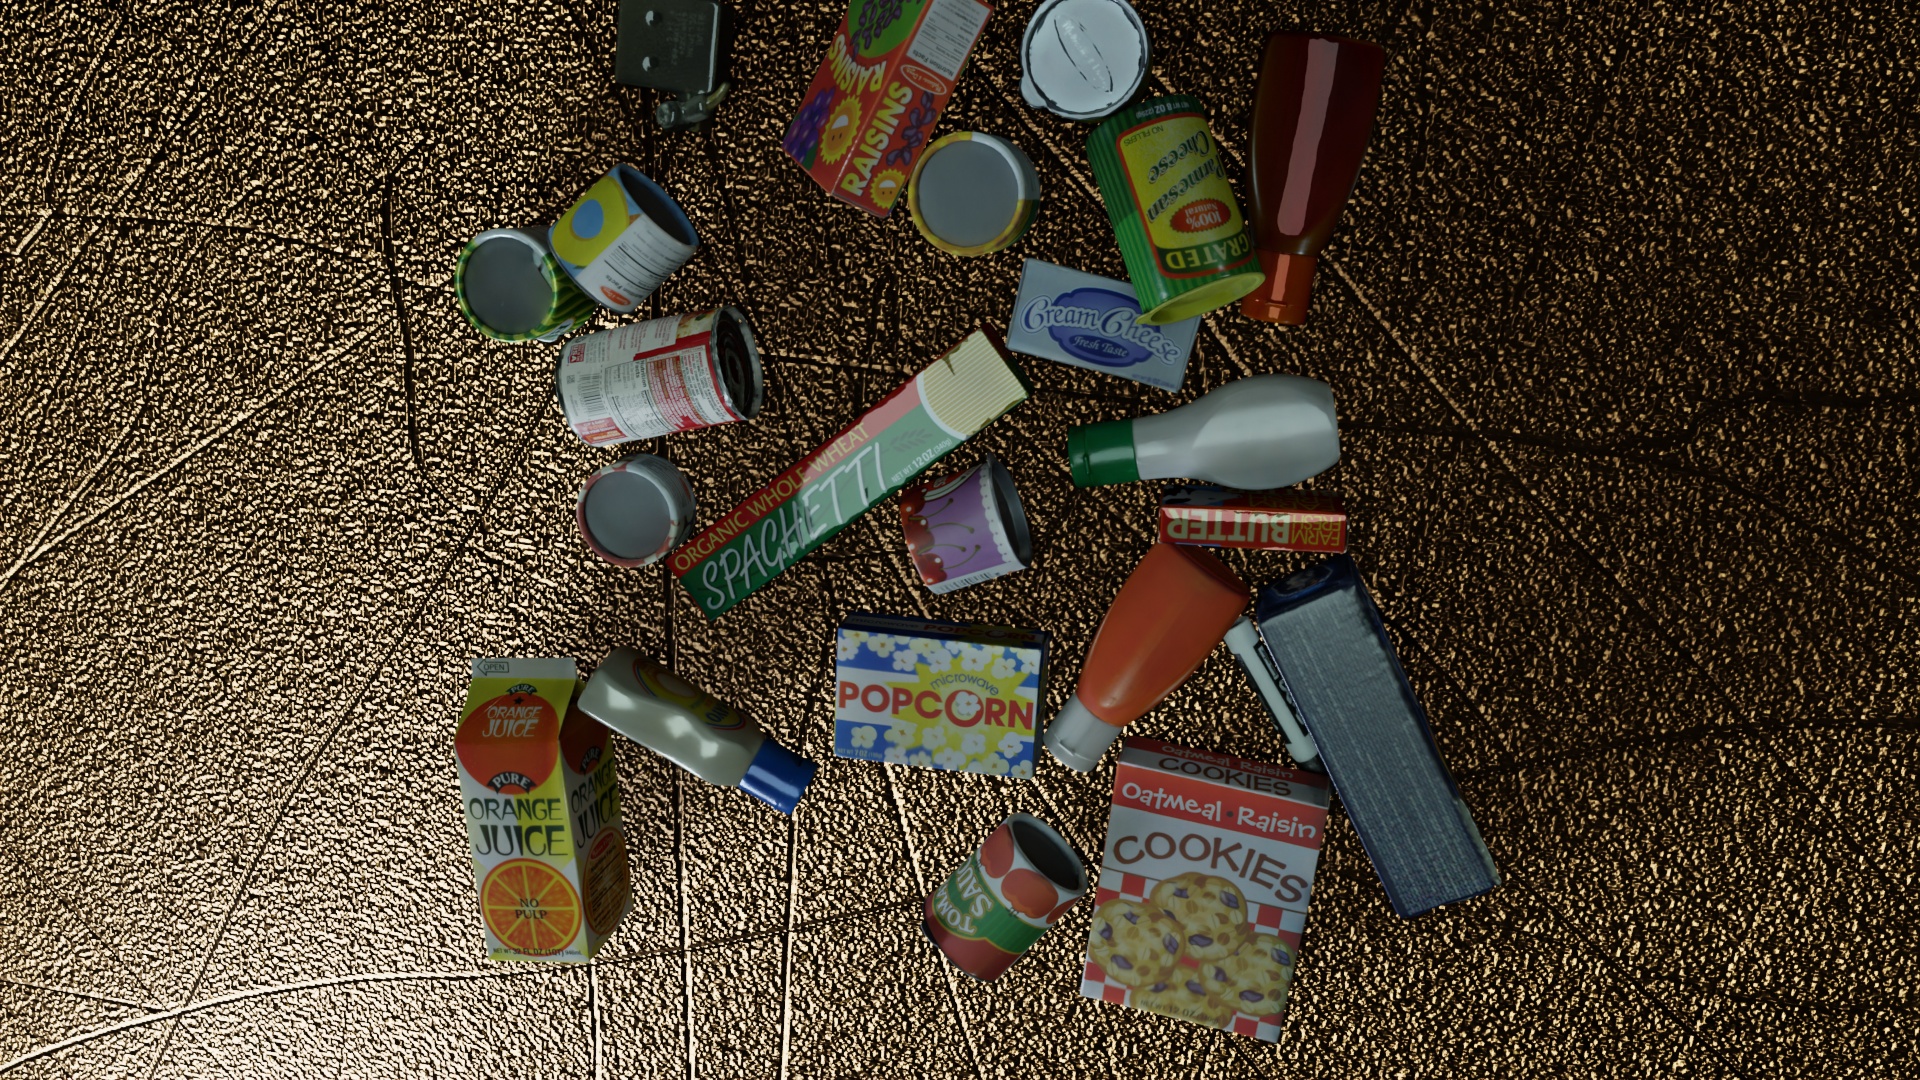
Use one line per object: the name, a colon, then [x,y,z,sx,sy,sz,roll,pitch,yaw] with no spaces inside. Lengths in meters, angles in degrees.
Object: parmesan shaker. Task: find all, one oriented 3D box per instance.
parmesan shaker: [0.110,-0.173,0.733,0.071,0.071,0.103,-20,84,14]

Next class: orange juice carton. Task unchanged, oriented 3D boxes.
orange juice carton: [-0.268,0.166,0.893,0.072,0.073,0.192,-2,103,11]

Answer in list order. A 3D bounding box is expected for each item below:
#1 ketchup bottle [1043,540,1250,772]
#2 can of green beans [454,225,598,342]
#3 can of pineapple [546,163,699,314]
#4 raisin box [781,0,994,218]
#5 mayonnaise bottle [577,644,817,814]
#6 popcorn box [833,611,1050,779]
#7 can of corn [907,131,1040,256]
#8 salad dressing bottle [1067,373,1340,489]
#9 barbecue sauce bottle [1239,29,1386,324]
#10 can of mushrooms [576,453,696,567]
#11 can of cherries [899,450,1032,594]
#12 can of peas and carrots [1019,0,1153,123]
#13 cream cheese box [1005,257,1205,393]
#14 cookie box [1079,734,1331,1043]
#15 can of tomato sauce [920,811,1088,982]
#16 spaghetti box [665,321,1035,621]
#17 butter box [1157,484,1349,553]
ketchup bottle: [0.103,0.070,0.818,0.065,0.043,0.148,39,108,14]
can of green beans: [-0.255,-0.152,0.821,0.071,0.058,0.071,2,104,10]
can of pineapple: [-0.195,-0.175,0.801,0.057,0.071,0.071,-39,94,16]
raisin box: [-0.042,-0.246,0.746,0.040,0.086,0.123,18,111,-37]
mayonnaise bottle: [-0.162,0.120,0.871,0.148,0.065,0.041,30,103,-2]
popcorn box: [-0.012,0.093,0.848,0.127,0.038,0.085,5,104,9]
can of corn: [0.006,-0.189,0.766,0.071,0.058,0.071,2,104,10]
salad dressing bottle: [0.136,-0.057,0.783,0.147,0.044,0.064,-7,109,13]
barbecue sauce bottle: [0.181,-0.192,0.742,0.065,0.044,0.148,10,106,8]
can of mushrooms: [-0.202,-0.017,0.857,0.071,0.033,0.071,2,104,9]
can of cherries: [0.003,-0.010,0.806,0.058,0.072,0.071,-18,100,15]
can of peas and carrots: [0.067,-0.255,0.739,0.071,0.059,0.070,3,104,10]
cream cheese box: [0.081,-0.122,0.786,0.104,0.024,0.053,15,104,6]
cookie box: [0.146,0.209,0.839,0.123,0.040,0.166,11,110,11]
can of tomato sauce: [0.026,0.218,0.856,0.071,0.071,0.083,41,106,-2]
spaghetti box: [-0.070,-0.037,0.831,0.249,0.029,0.050,-35,95,16]
butter box: [0.164,-0.013,0.783,0.103,0.053,0.024,3,106,9]
